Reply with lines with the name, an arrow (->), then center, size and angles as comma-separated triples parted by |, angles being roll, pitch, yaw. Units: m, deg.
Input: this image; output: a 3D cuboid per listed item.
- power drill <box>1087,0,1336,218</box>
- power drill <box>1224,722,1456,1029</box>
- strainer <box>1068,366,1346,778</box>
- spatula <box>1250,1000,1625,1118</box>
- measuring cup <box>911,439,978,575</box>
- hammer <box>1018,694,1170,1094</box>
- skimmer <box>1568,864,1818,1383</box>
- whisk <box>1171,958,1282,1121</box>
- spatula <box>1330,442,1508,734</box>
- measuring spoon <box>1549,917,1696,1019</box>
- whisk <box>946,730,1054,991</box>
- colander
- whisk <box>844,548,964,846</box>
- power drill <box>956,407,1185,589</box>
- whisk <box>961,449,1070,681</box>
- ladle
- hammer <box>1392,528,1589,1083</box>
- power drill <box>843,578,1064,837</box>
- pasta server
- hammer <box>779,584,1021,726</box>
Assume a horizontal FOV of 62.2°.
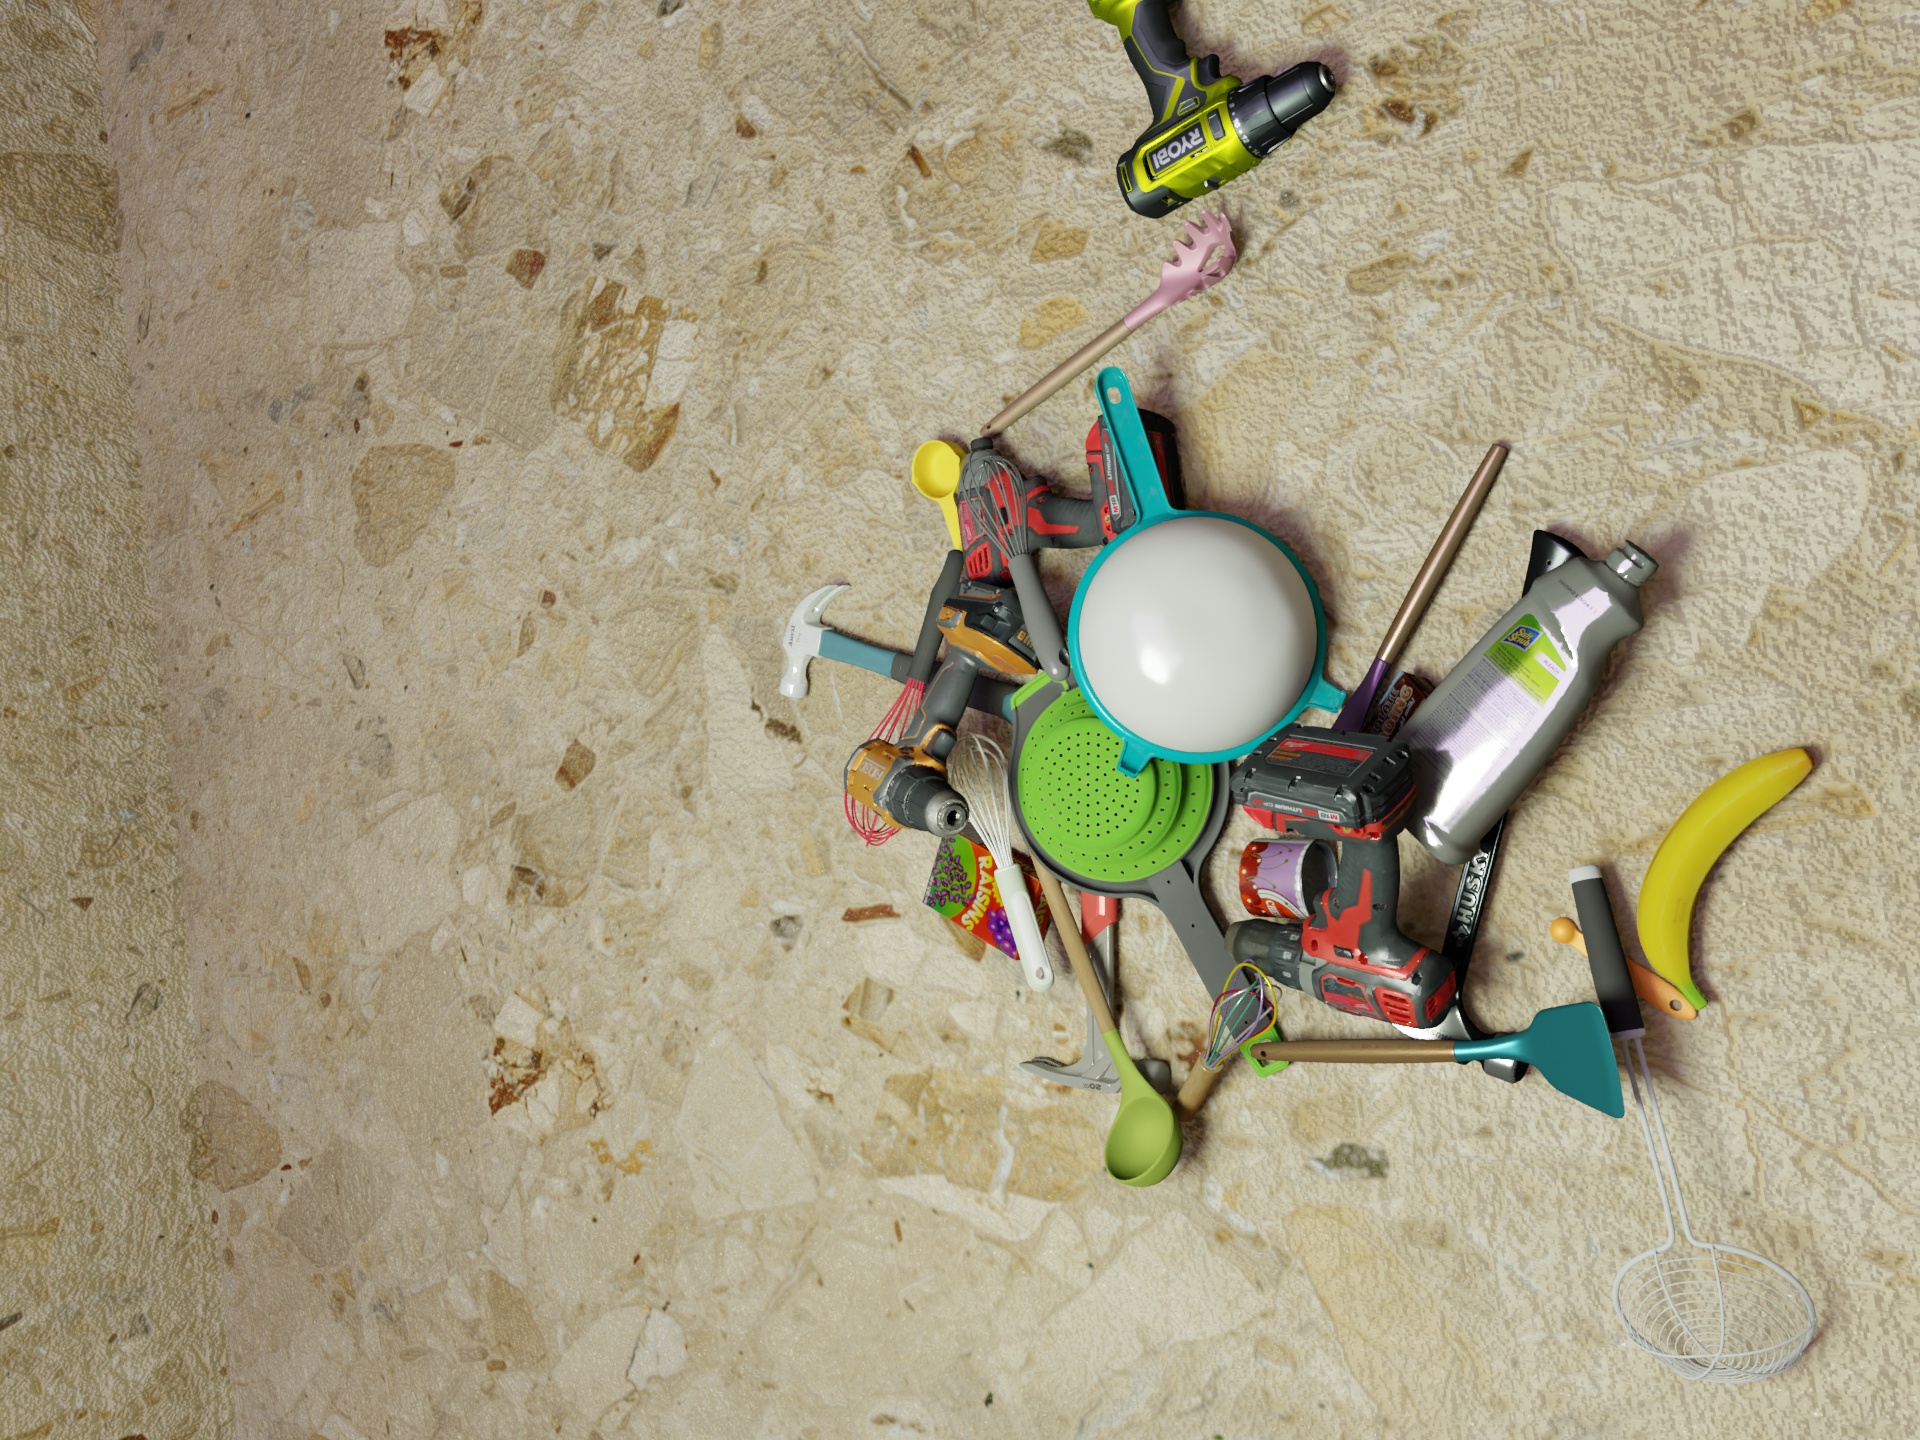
power drill -> 0.199, -0.558, 1.317 | 0.190, 0.080, 0.228 | -20, 82, 38
power drill -> 0.267, 0.119, 1.192 | 0.188, 0.080, 0.226 | 10, 126, 44
strainer -> 0.173, -0.135, 1.270 | 0.211, 0.095, 0.340 | -18, 84, -1
spatula -> 0.349, 0.253, 1.207 | 0.317, 0.044, 0.082 | -12, 92, 44
measuring cup -> 0.001, -0.196, 1.534 | 0.062, 0.029, 0.156 | -20, 91, 38
hammer -> 0.118, 0.155, 1.441 | 0.149, 0.036, 0.359 | 1, 93, 39
skimmer -> 0.498, 0.284, 1.133 | 0.127, 0.090, 0.363 | -19, 71, 32
whisk -> 0.213, 0.273, 1.304 | 0.047, 0.051, 0.244 | 29, 142, 13
spatula -> 0.344, -0.071, 1.247 | 0.018, 0.060, 0.316 | 23, 107, -8
measuring spoon -> 0.481, 0.182, 1.160 | 0.117, 0.011, 0.021 | 37, 114, 32
whisk -> 0.040, 0.127, 1.447 | 0.059, 0.058, 0.246 | 143, 111, -72
colander -> 0.160, 0.123, 1.340 | 0.204, 0.094, 0.397 | -32, 79, 19
whisk -> -0.047, -0.020, 1.507 | 0.073, 0.073, 0.296 | 21, 95, 37
power drill -> 0.087, -0.203, 1.427 | 0.220, 0.078, 0.143 | -11, 85, 42
whisk -> 0.050, -0.135, 1.356 | 0.055, 0.055, 0.239 | -38, 57, 34
ladle -> 0.113, 0.249, 1.394 | 0.078, 0.062, 0.320 | -33, 70, 35
hammer -> 0.402, 0.059, 1.207 | 0.149, 0.036, 0.409 | 19, 103, 38
power drill -> -0.002, -0.004, 1.392 | 0.226, 0.084, 0.185 | -58, 27, -4
pasta server -> 0.124, -0.339, 1.412 | 0.316, 0.040, 0.060 | -32, 60, 37
hammer -> -0.052, -0.049, 1.573 | 0.331, 0.033, 0.128 | 19, 105, 37
